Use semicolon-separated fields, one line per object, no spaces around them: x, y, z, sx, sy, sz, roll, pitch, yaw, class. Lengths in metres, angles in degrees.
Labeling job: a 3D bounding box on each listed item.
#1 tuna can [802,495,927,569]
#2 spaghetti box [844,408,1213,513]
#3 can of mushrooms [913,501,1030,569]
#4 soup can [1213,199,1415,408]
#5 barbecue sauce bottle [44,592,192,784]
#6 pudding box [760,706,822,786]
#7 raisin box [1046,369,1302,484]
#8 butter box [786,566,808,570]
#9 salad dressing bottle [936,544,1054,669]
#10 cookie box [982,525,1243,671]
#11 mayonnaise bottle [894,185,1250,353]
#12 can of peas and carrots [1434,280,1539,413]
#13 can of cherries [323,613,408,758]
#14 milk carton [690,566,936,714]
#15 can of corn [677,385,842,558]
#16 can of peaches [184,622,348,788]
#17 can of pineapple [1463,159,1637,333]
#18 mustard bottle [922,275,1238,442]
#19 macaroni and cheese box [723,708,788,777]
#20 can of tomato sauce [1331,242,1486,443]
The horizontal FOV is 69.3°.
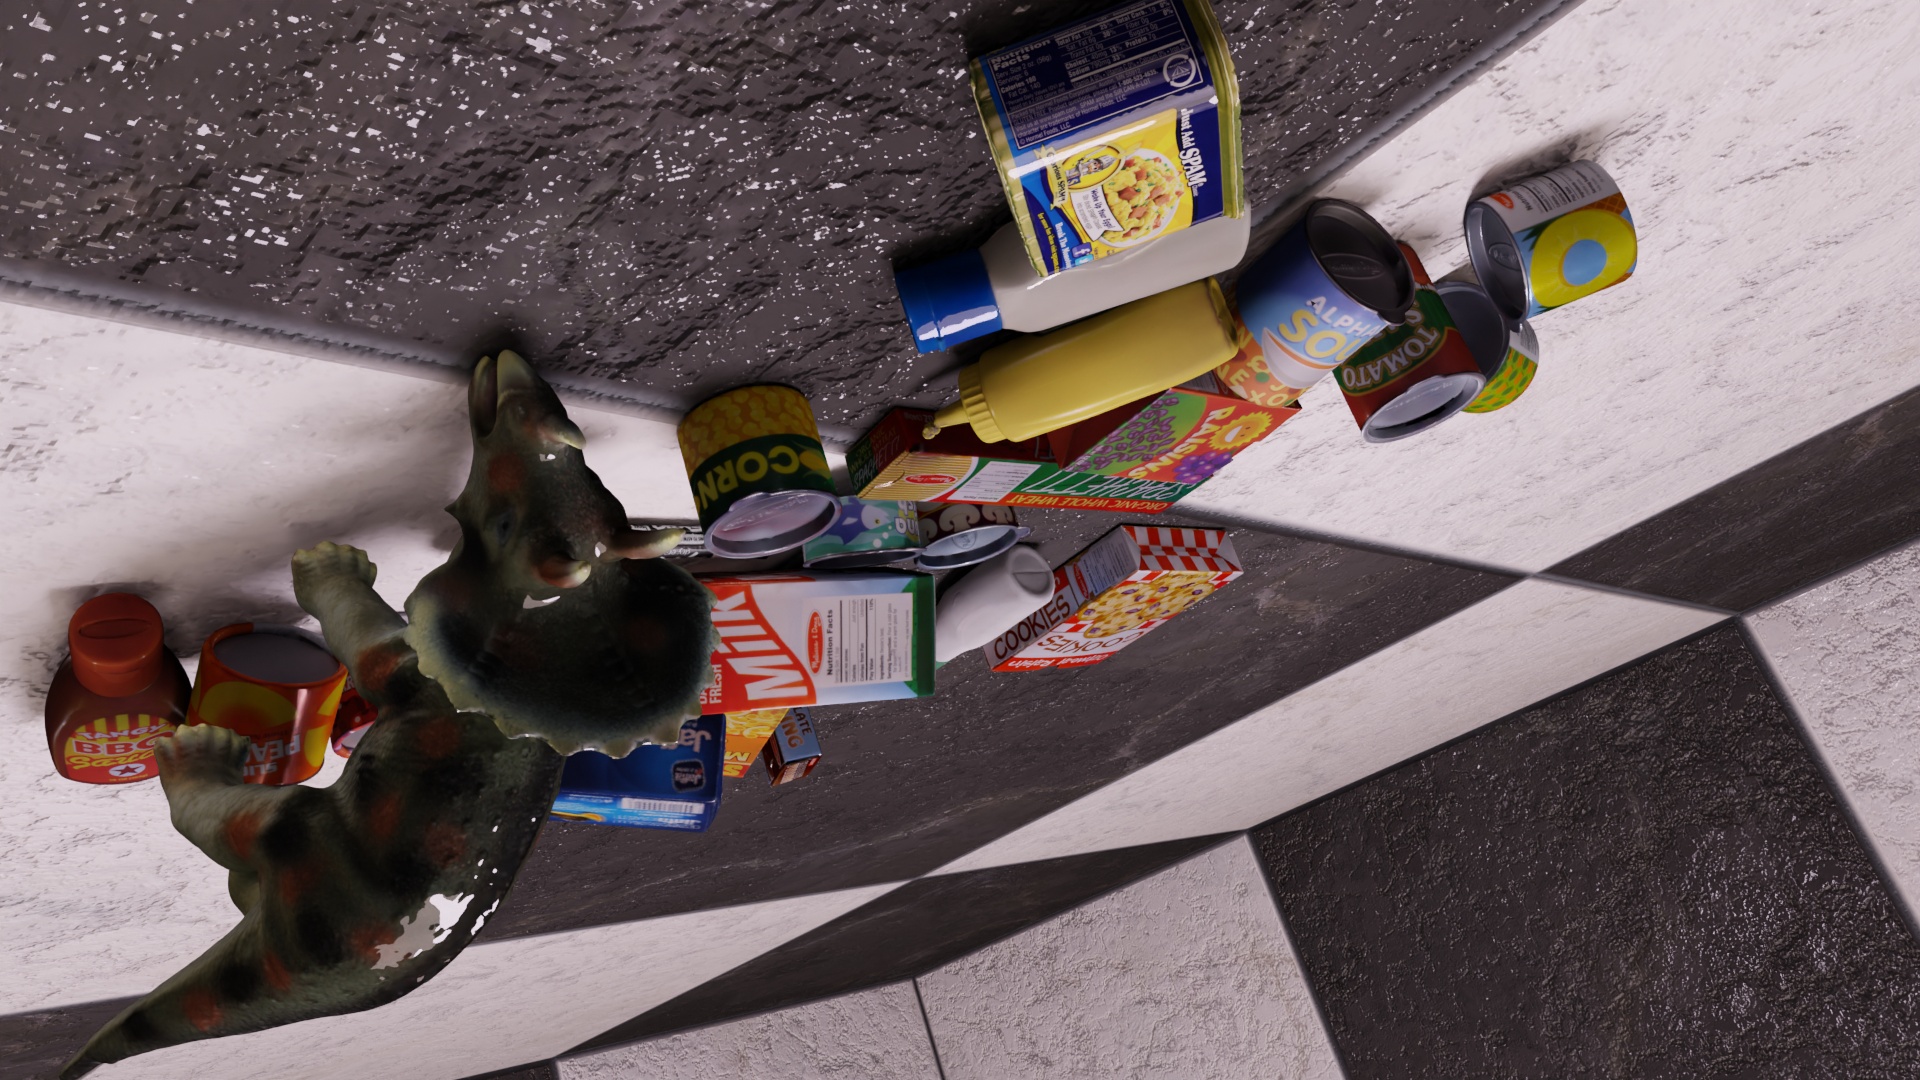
-0.053;-0.005;0.767;0.071;0.033;0.071;-7;173;-1;tuna can
0.048;-0.042;0.796;0.250;0.029;0.050;1;151;-42;spaghetti box
0.003;-0.010;0.821;0.071;0.033;0.071;-14;161;-5;can of mushrooms
0.167;-0.110;0.672;0.071;0.071;0.083;-4;154;-34;soup can
-0.404;0.073;0.668;0.065;0.044;0.147;-4;154;-32;barbecue sauce bottle
-0.127;0.124;0.974;0.030;0.084;0.049;-9;156;-25;pudding box
0.119;-0.071;0.772;0.123;0.040;0.085;2;149;-45;raisin box
-0.120;0.051;0.884;0.053;0.024;0.103;-13;158;-17;butter box
0.003;0.054;0.974;0.064;0.044;0.147;-1;153;-43;salad dressing bottle
0.111;0.047;1.049;0.123;0.040;0.166;2;150;-43;cookie box
0.047;-0.119;0.592;0.148;0.041;0.064;-18;163;-1;mayonnaise bottle
0.285;-0.107;0.789;0.070;0.071;0.059;-33;155;31;can of peas and carrots
-0.308;0.079;0.743;0.071;0.058;0.071;-17;159;-7;can of cherries
-0.114;0.055;0.788;0.191;0.073;0.072;-2;-177;-28;milk carton
-0.096;-0.033;0.654;0.071;0.058;0.071;-17;159;-7;can of corn
-0.341;0.081;0.680;0.071;0.071;0.058;5;113;-46;can of peaches
0.294;-0.148;0.695;0.058;0.071;0.071;-21;158;4;can of pineapple
0.051;-0.081;0.665;0.160;0.048;0.065;-19;-172;17;mustard bottle
-0.181;0.104;0.896;0.124;0.040;0.165;9;150;-17;macaroni and cheese box
0.222;-0.103;0.721;0.071;0.083;0.071;-17;158;-7;can of tomato sauce
